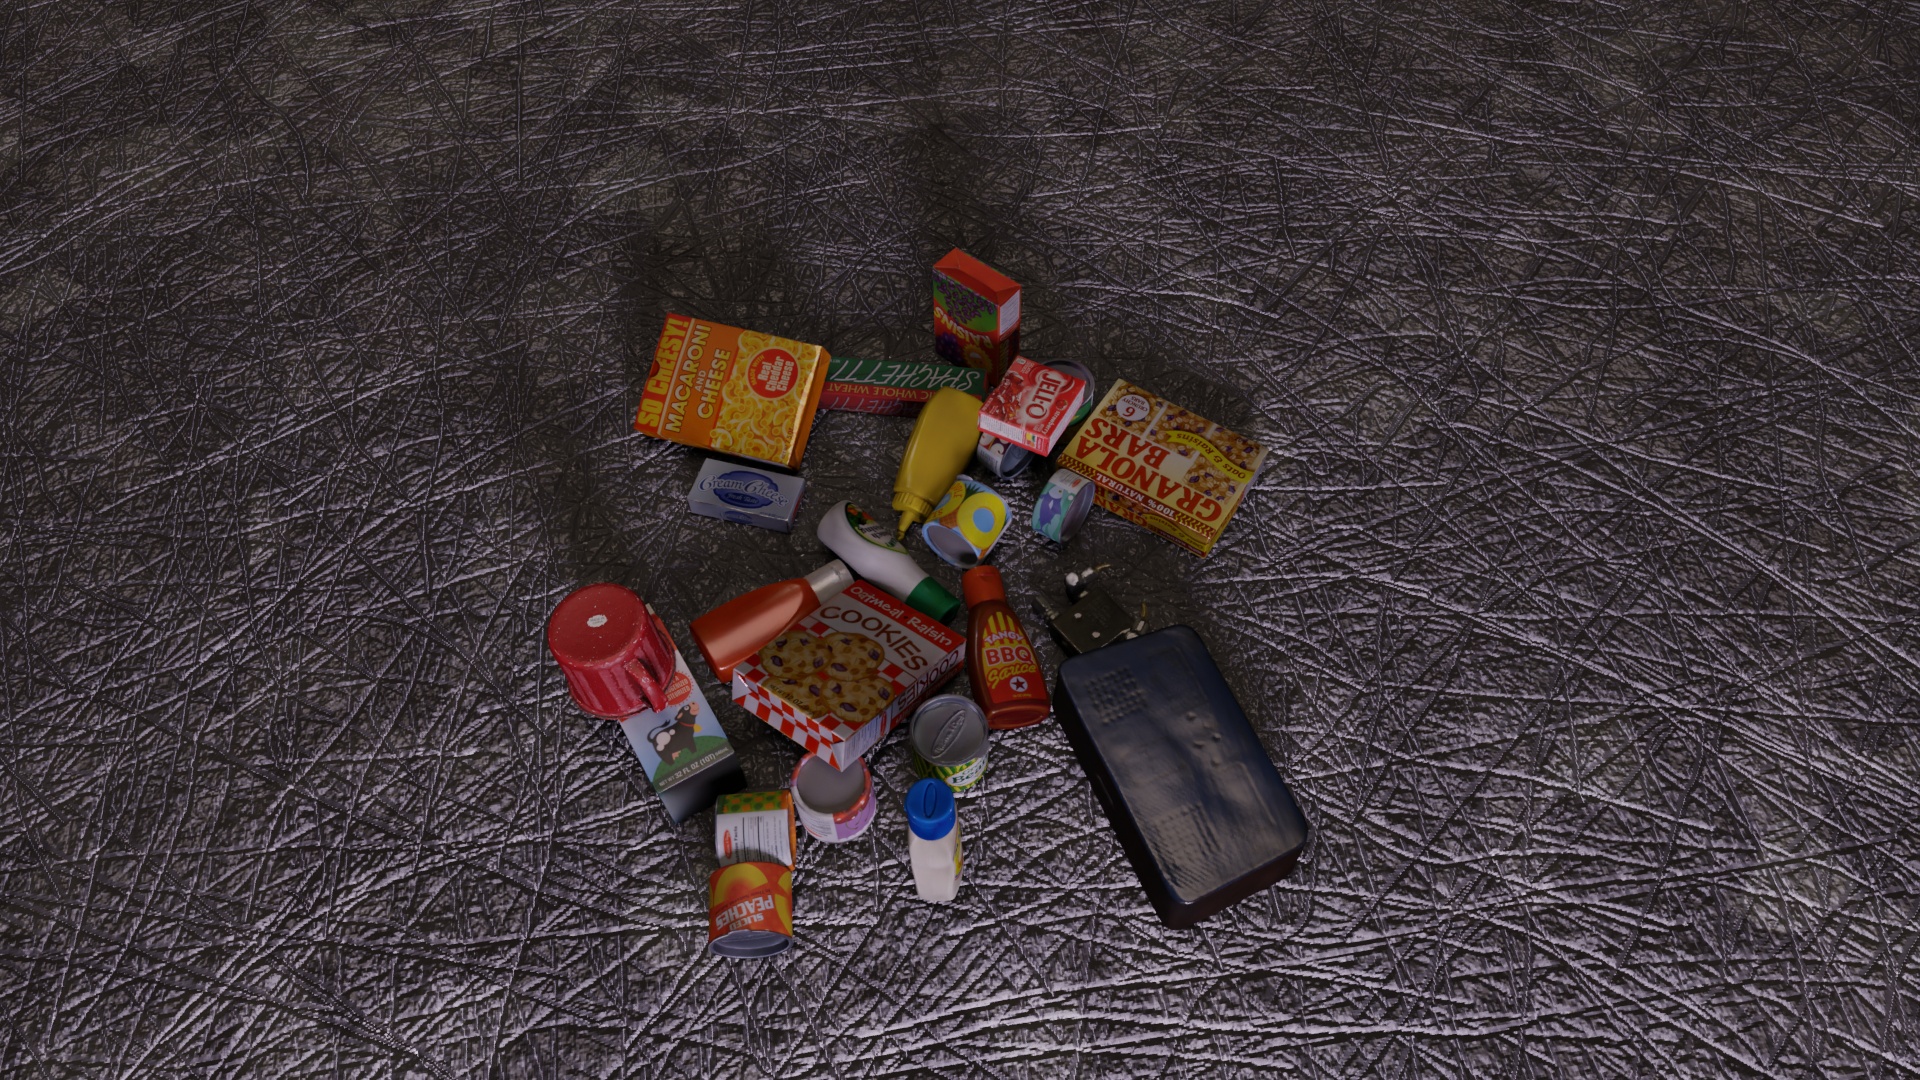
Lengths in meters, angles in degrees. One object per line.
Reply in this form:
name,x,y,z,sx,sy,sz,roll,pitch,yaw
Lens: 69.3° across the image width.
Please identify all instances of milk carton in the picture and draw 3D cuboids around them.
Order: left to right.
milk carton,-0.261,0.139,1.194,0.072,0.073,0.191,-27,60,-14

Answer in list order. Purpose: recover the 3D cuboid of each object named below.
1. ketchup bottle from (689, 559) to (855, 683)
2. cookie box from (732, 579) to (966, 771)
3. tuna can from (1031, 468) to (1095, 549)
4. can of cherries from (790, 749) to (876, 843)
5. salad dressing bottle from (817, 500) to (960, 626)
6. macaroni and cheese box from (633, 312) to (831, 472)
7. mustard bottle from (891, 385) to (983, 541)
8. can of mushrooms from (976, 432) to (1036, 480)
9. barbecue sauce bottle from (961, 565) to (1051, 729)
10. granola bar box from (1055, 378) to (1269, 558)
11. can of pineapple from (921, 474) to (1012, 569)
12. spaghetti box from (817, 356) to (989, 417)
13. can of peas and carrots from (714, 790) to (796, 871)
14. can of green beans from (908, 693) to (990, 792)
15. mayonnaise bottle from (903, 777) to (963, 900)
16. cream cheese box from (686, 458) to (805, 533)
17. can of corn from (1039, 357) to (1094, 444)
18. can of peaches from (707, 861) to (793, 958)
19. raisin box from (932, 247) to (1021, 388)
ketchup bottle,-0.166,0.067,1.255,0.149,0.043,0.065,-29,62,-16
cookie box,-0.093,0.109,1.188,0.123,0.040,0.168,28,41,25
tuna can,0.095,-0.030,1.298,0.033,0.070,0.071,27,62,19
can of cherries,-0.104,0.208,1.153,0.071,0.058,0.072,-1,58,2
salad dressing bottle,-0.065,0.024,1.274,0.148,0.064,0.044,40,107,16
macaroni and cheese box,-0.226,-0.148,1.372,0.166,0.040,0.124,14,83,11
mustard bottle,-0.029,-0.069,1.329,0.065,0.048,0.161,26,72,-1
can of mushrooms,0.050,-0.096,1.340,0.033,0.070,0.071,35,65,23
barbecue sauce bottle,0.033,0.093,1.231,0.065,0.043,0.149,-1,55,-19
granola bar box,0.193,-0.071,1.335,0.166,0.039,0.125,28,62,18
can of pineapple,0.005,-0.016,1.289,0.071,0.070,0.058,27,62,18
spaghetti box,-0.096,-0.157,1.407,0.250,0.028,0.050,5,58,6
can of peas and carrots,-0.166,0.238,1.133,0.059,0.070,0.071,-5,57,-2
can of green beans,-0.009,0.172,1.173,0.071,0.057,0.071,-1,57,1
mayonnaise bottle,-0.020,0.230,1.082,0.041,0.147,0.065,3,58,4
cream cheese box,-0.206,-0.044,1.340,0.104,0.024,0.053,12,57,9
can of corn,0.095,-0.136,1.369,0.071,0.058,0.071,-1,57,1
can of peaches,-0.166,0.290,1.094,0.071,0.071,0.058,-5,56,-1
raisin box,0.017,-0.220,1.388,0.086,0.122,0.040,34,63,21
